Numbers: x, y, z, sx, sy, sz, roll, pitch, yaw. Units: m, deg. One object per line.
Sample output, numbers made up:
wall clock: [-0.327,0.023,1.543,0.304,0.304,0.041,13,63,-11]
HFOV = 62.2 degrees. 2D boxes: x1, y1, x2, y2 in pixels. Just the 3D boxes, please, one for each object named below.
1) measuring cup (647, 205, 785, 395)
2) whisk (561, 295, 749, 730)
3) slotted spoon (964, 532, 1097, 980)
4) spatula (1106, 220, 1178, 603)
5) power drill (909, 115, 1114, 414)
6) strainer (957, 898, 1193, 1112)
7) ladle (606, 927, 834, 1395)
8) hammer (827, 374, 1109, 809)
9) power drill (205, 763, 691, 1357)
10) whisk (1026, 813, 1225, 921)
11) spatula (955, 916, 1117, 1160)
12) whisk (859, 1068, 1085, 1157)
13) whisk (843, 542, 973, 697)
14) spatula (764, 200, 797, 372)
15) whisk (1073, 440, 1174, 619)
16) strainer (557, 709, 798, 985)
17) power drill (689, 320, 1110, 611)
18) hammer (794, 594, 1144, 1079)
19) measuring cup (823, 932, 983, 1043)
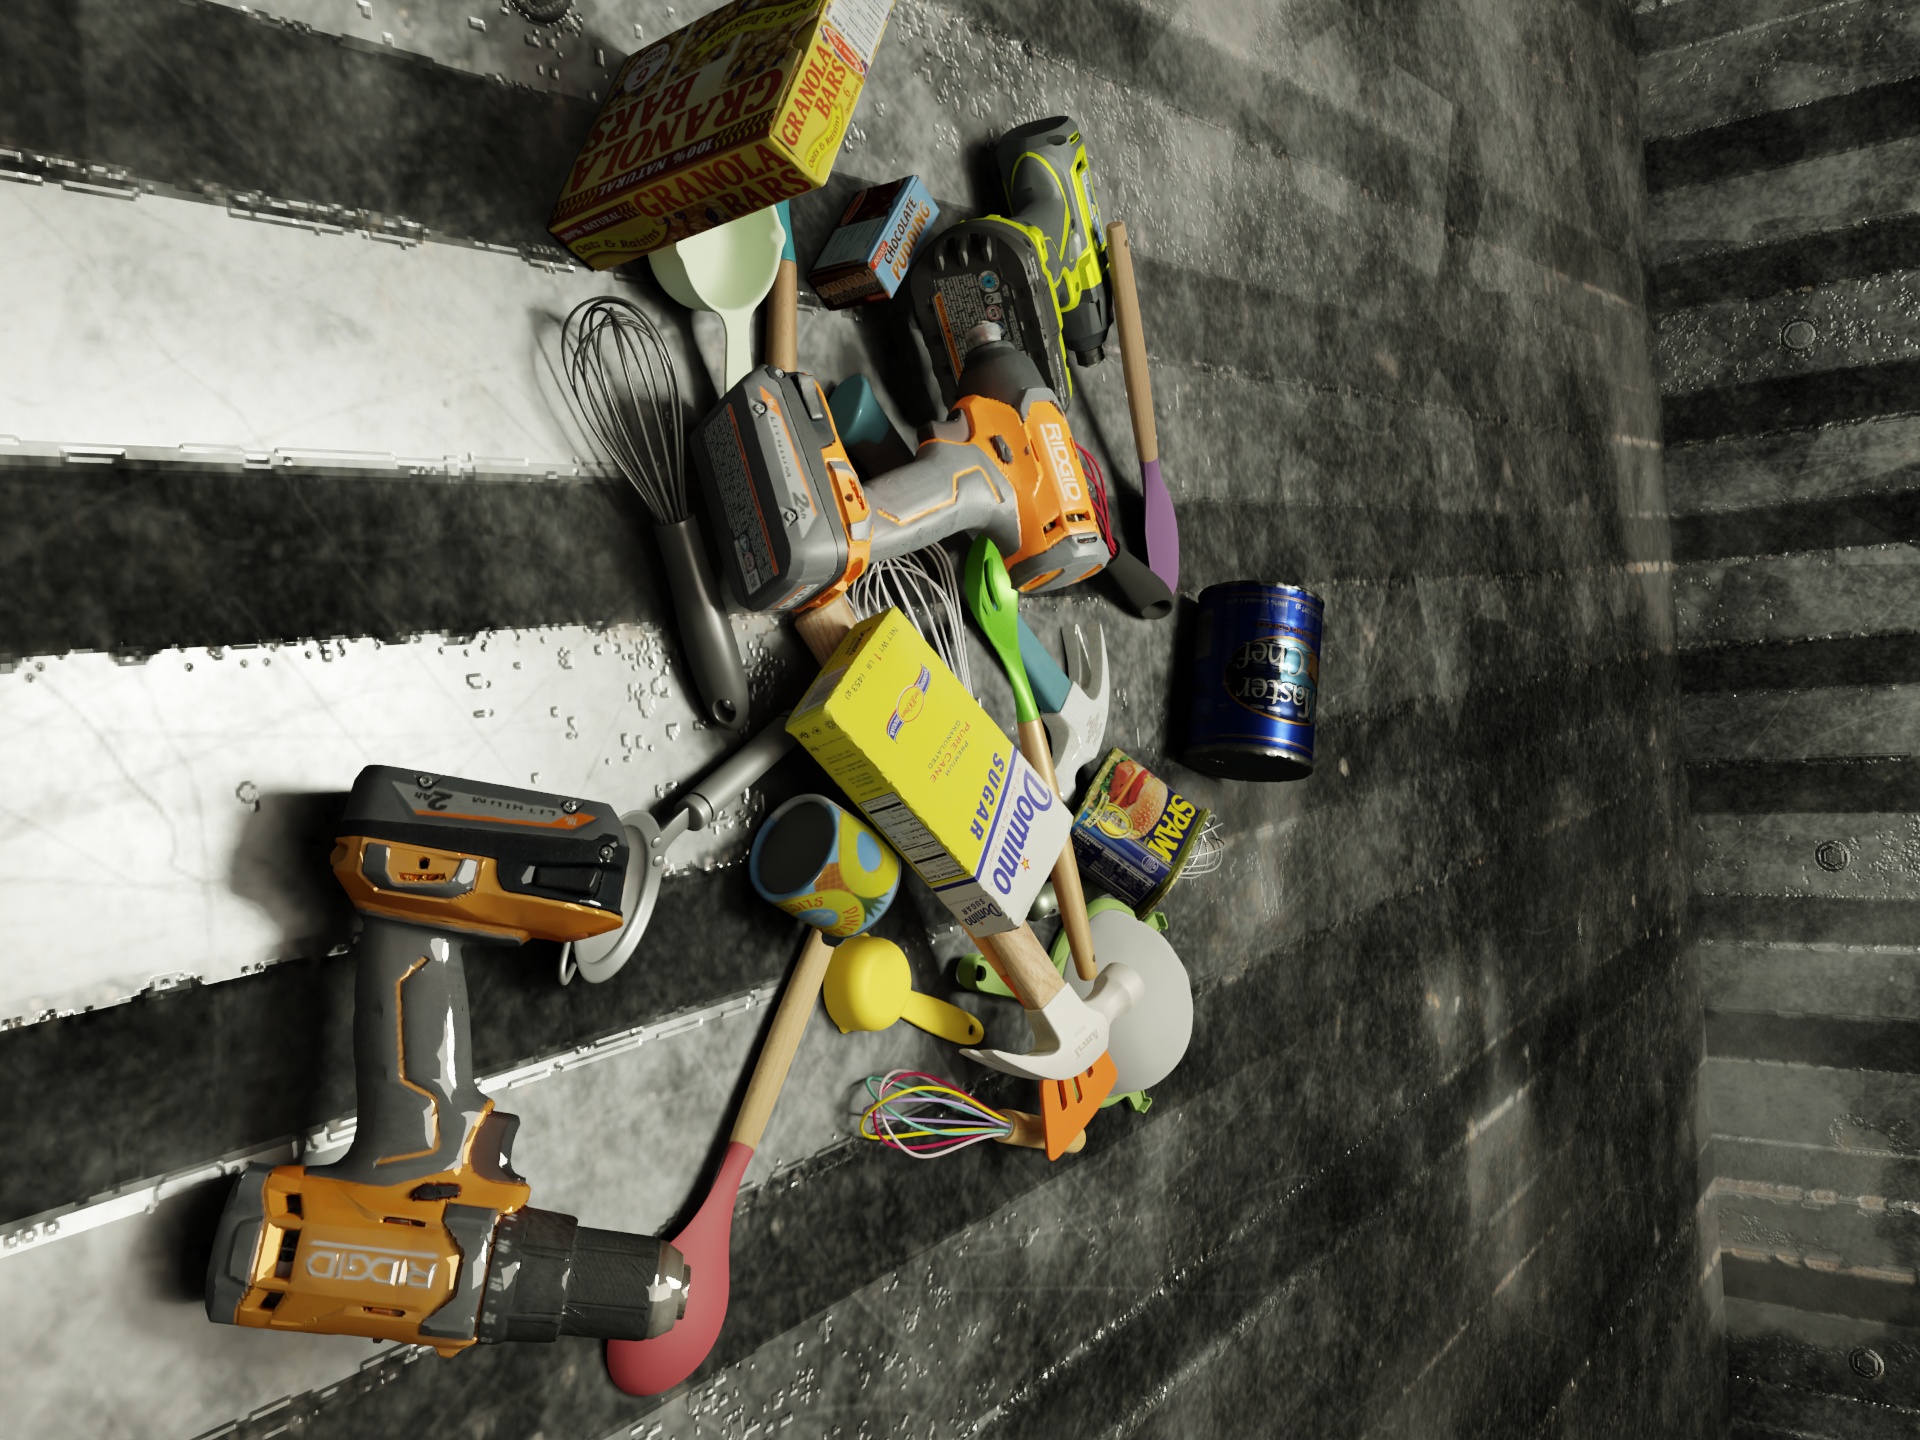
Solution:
measuring cup: [-0.135,-0.217,0.872,0.083,0.038,0.167,-27,125,-48]
whisk: [-0.152,-0.102,0.829,0.055,0.055,0.238,-39,122,-47]
slotted spoon: [0.048,0.024,1.030,0.070,0.031,0.313,-38,117,-61]
spatula: [0.137,-0.218,1.180,0.060,0.018,0.315,-56,144,-40]
power drill: [0.050,-0.284,1.053,0.223,0.080,0.171,-62,142,-51]
strainer: [0.096,0.191,1.105,0.256,0.069,0.151,24,69,-51]
ladle: [-0.111,0.210,0.874,0.069,0.031,0.316,48,50,-39]
hammer: [0.010,-0.088,1.045,0.330,0.033,0.128,52,50,-36]
power drill: [-0.192,0.146,0.665,0.185,0.084,0.226,11,75,-10]
whisk: [0.122,0.108,1.172,0.246,0.057,0.059,-14,64,-49]
spatula: [0.011,0.139,1.003,0.081,0.041,0.322,-44,109,-33]
whisk: [0.012,0.260,1.024,0.244,0.051,0.047,28,86,-52]
whisk: [0.000,-0.003,1.008,0.070,0.070,0.284,-55,133,-39]
spatula: [-0.095,-0.239,0.911,0.082,0.044,0.317,5,84,-56]
whisk: [0.096,-0.126,1.117,0.295,0.073,0.073,33,62,-60]
strainer: [-0.145,0.053,0.829,0.258,0.050,0.086,-46,147,-51]
power drill: [-0.030,-0.146,0.888,0.226,0.084,0.164,-10,79,-36]
hammer: [-0.005,0.075,0.957,0.130,0.031,0.331,-40,105,-39]
measuring cup: [-0.024,0.176,0.983,0.156,0.029,0.062,33,62,-45]
